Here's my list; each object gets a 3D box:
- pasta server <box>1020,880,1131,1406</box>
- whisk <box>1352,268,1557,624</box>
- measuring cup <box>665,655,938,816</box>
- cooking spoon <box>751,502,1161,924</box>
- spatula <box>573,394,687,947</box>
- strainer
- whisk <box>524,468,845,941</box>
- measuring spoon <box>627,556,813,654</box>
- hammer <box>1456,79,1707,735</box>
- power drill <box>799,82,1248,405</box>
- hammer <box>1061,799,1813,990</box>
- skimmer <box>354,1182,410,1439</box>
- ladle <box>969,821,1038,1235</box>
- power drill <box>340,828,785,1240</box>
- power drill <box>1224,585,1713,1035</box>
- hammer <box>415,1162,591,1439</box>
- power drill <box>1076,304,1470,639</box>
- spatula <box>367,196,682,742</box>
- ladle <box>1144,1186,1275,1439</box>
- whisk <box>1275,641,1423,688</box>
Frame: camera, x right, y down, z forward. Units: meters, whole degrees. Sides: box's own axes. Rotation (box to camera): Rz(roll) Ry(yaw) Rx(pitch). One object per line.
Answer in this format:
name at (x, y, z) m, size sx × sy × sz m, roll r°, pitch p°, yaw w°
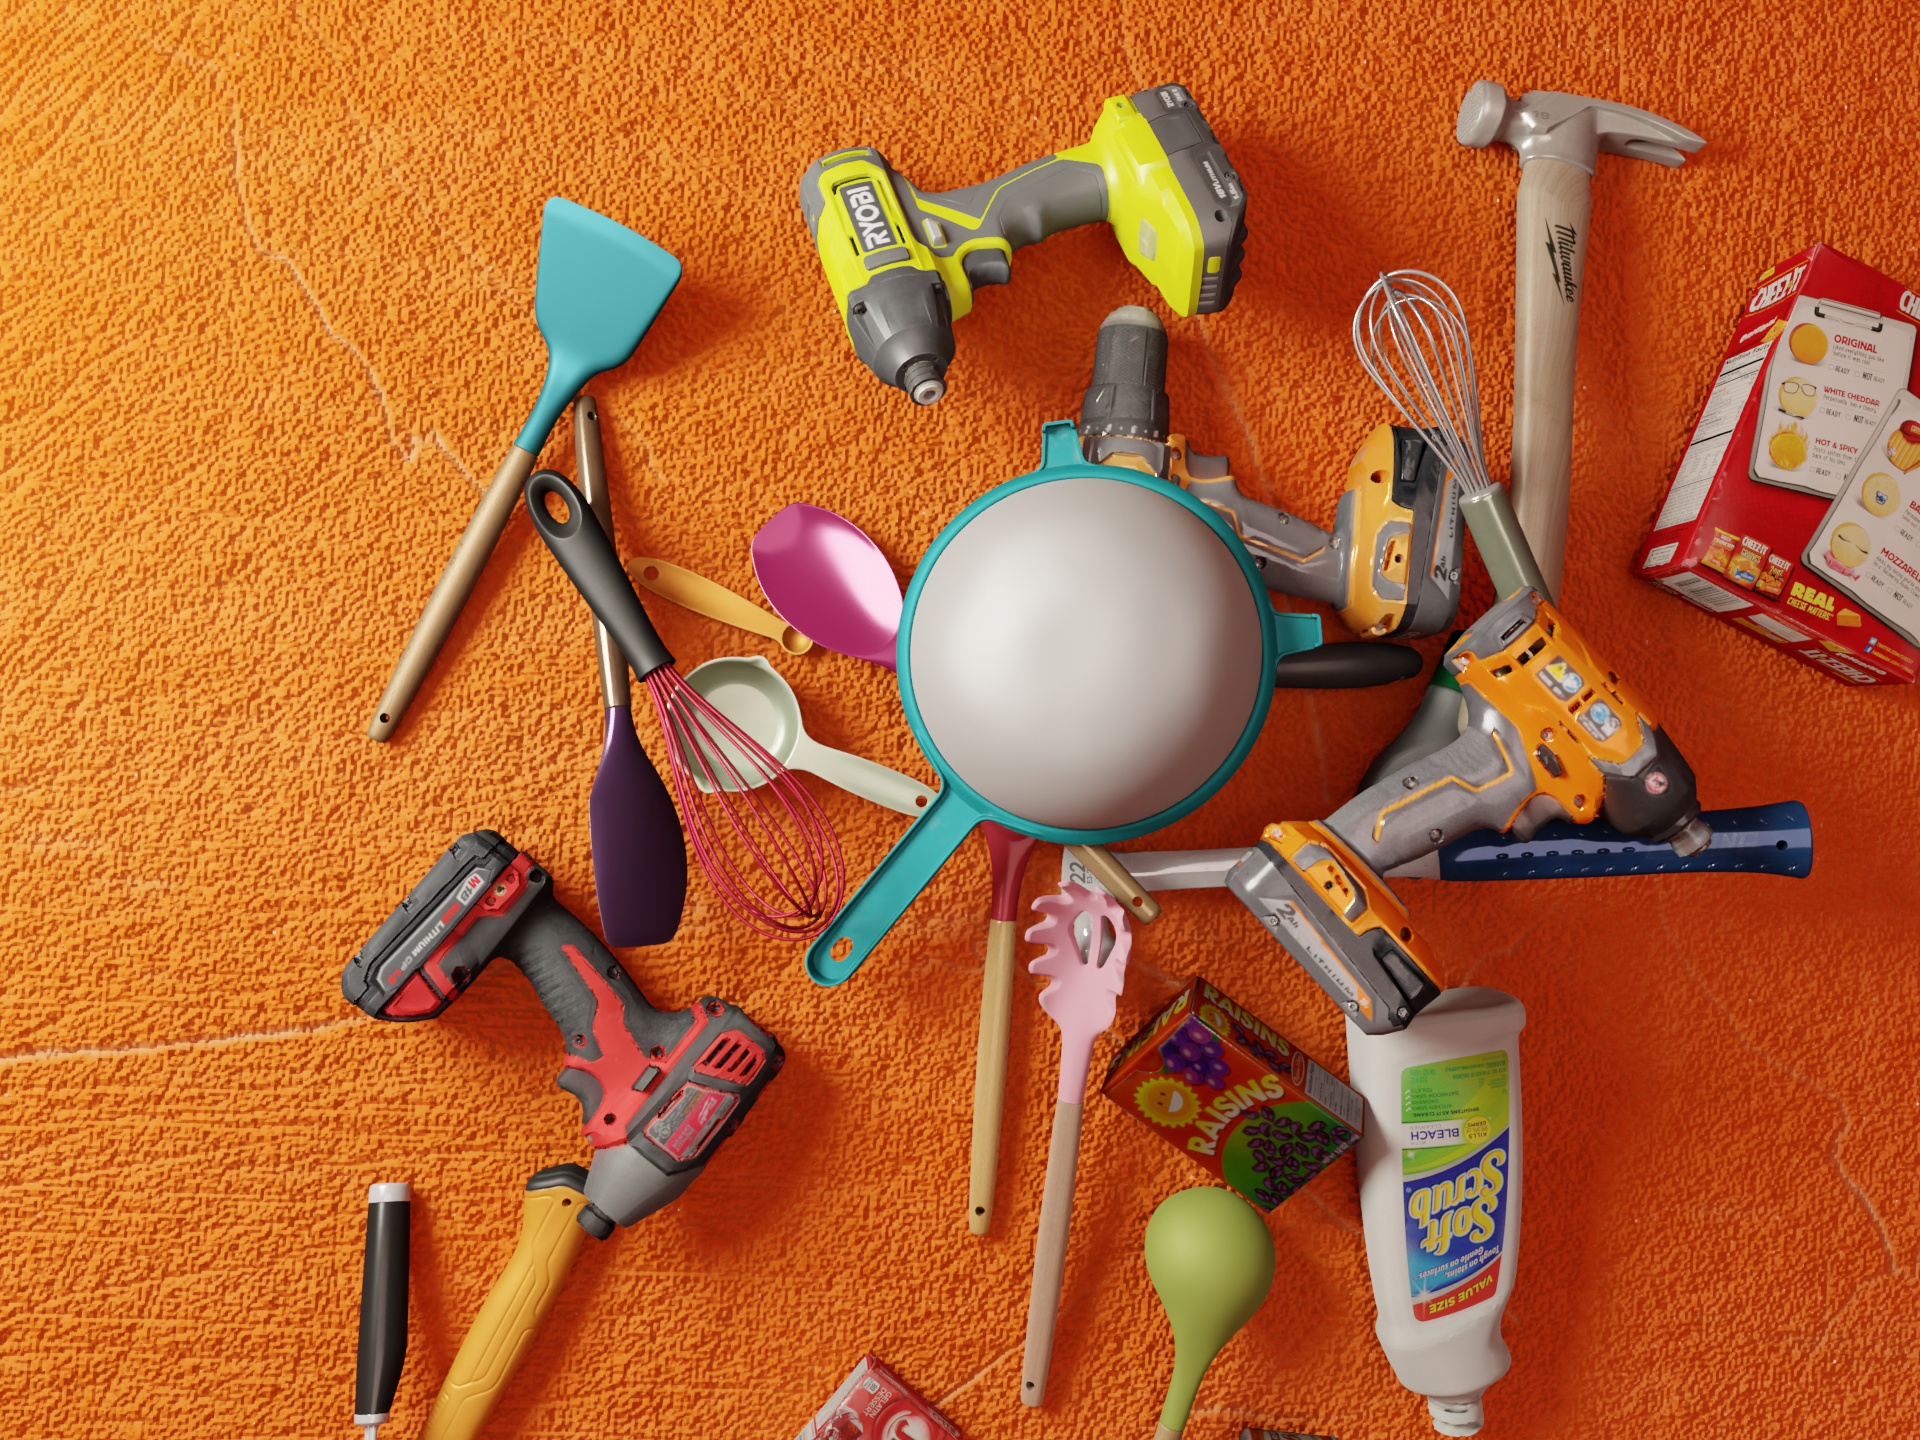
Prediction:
pasta server at (0.056, 0.243, 0.903) m, size 0.060 × 0.040 × 0.316 m, roll 10°, pitch 98°, yaw 25°
whisk at (0.280, -0.131, 0.867) m, size 0.058 × 0.059 × 0.246 m, roll -23°, pitch 100°, yaw 22°
measuring cup at (-0.088, 0.020, 0.913) m, size 0.167 × 0.038 × 0.083 m, roll 23°, pitch 87°, yaw -7°
cooking spoon at (-0.001, -0.003, 0.907) m, size 0.069 × 0.017 × 0.319 m, roll -44°, pitch 82°, yaw -2°
spatula at (-0.192, -0.032, 0.889) m, size 0.059 × 0.018 × 0.316 m, roll 0°, pitch 76°, yaw -43°
strainer at (0.022, 0.011, 0.844) m, size 0.211 × 0.095 × 0.340 m, roll 40°, pitch 93°, yaw 7°
whisk at (-0.153, -0.011, 0.860) m, size 0.073 × 0.073 × 0.296 m, roll -32°, pitch 86°, yaw -5°
measuring spoon at (-0.139, -0.067, 0.924) m, size 0.117 × 0.011 × 0.021 m, roll 24°, pitch 81°, yaw -1°
hammer at (0.351, -0.172, 0.936) m, size 0.146 × 0.038 × 0.411 m, roll 9°, pitch 81°, yaw -7°
power drill at (0.038, -0.263, 0.886) m, size 0.223 × 0.080 × 0.171 m, roll -17°, pitch 61°, yaw -6°
hammer at (0.258, 0.072, 0.898) m, size 0.405 × 0.035 × 0.144 m, roll -4°, pitch 88°, yaw 10°
skimmer at (-0.335, 0.427, 0.816) m, size 0.090 × 0.127 × 0.363 m, roll 13°, pitch 66°, yaw -38°
ladle at (0.024, 0.142, 0.926) m, size 0.069 × 0.031 × 0.315 m, roll 5°, pitch 90°, yaw 8°
power drill at (-0.220, 0.173, 0.871) m, size 0.219 × 0.078 × 0.143 m, roll 40°, pitch 76°, yaw -7°
power drill at (0.271, 0.062, 0.838) m, size 0.226 × 0.084 × 0.164 m, roll -43°, pitch 83°, yaw 3°
hammer at (-0.282, 0.408, 0.887) m, size 0.127 × 0.034 × 0.337 m, roll 27°, pitch 86°, yaw -4°
power drill at (0.172, -0.139, 0.922) m, size 0.226 × 0.084 × 0.185 m, roll 5°, pitch 87°, yaw -1°
spatula at (-0.258, -0.130, 0.887) m, size 0.082 × 0.044 × 0.317 m, roll 27°, pitch 91°, yaw -5°
ladle at (0.114, 0.429, 0.929) m, size 0.078 × 0.062 × 0.320 m, roll 14°, pitch 94°, yaw -7°
whisk at (0.160, -0.028, 0.936) m, size 0.239 × 0.055 × 0.055 m, roll -3°, pitch 89°, yaw -10°
